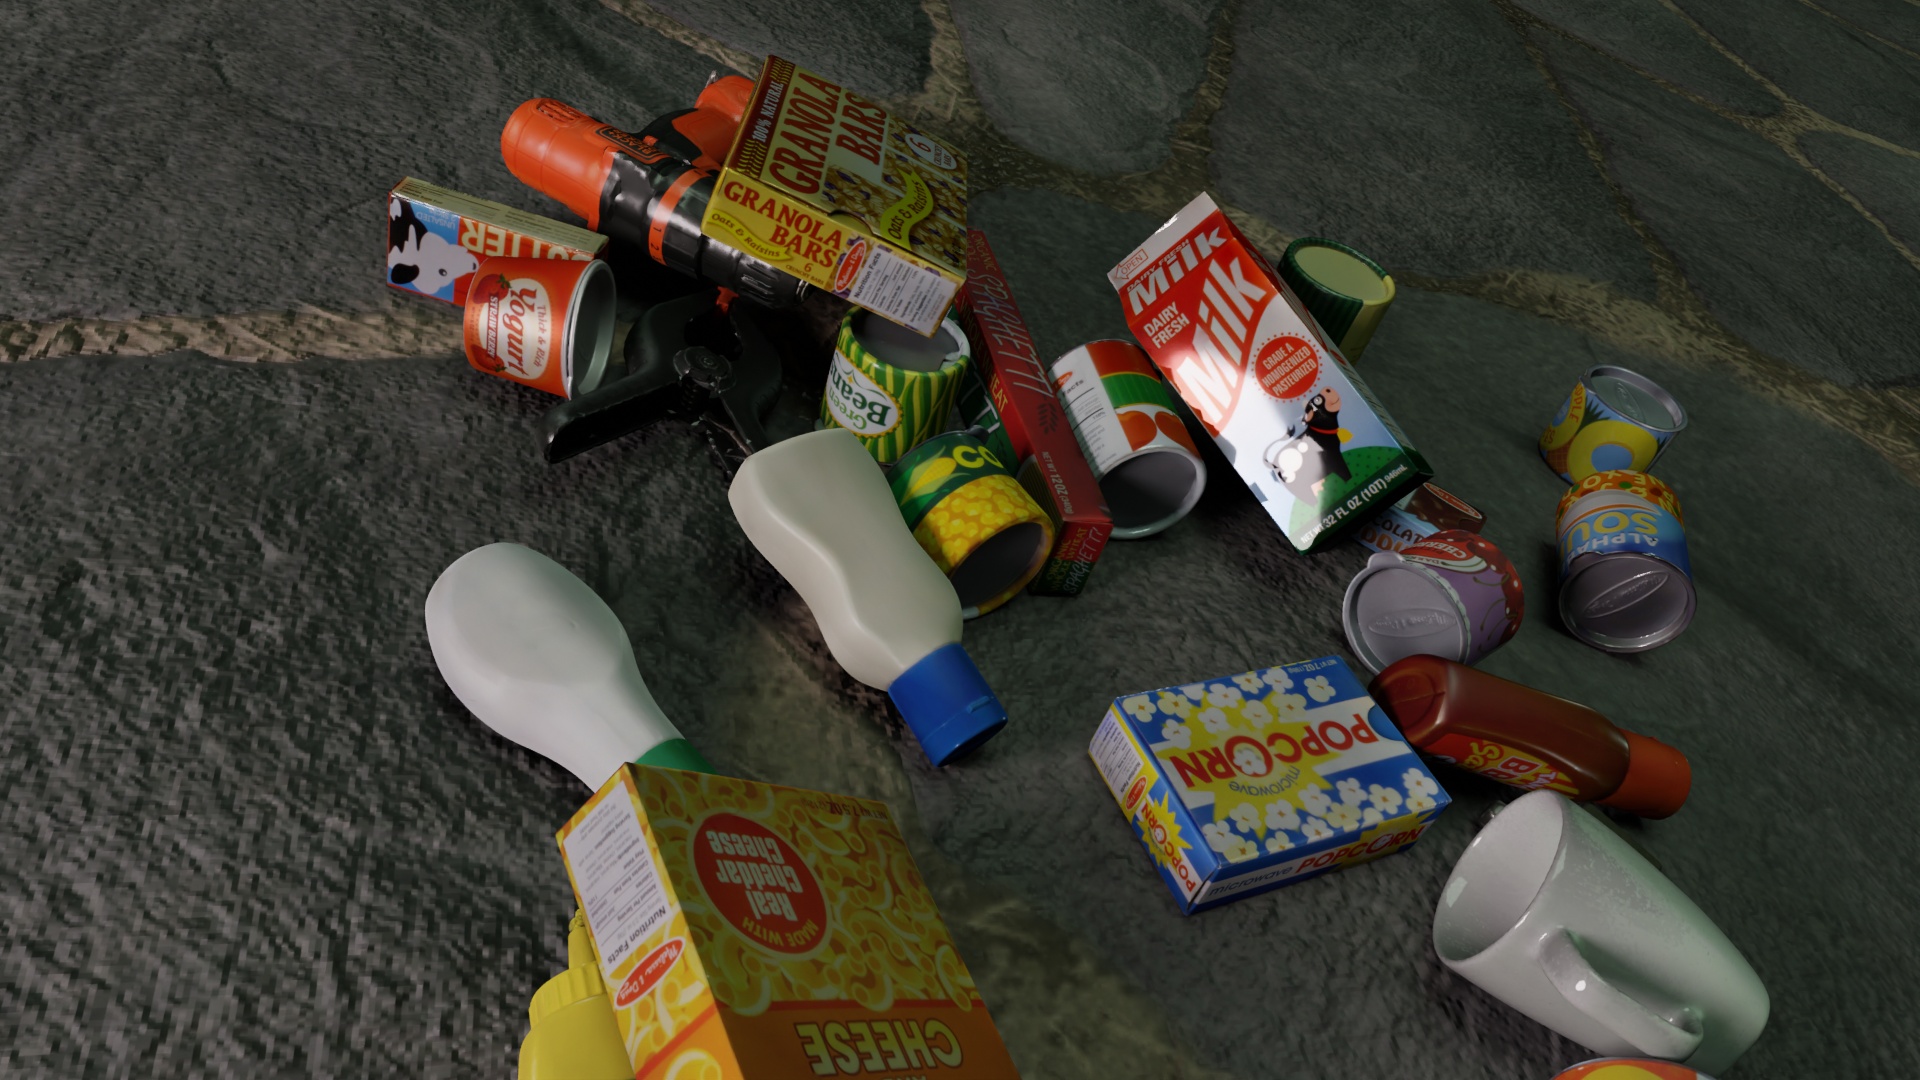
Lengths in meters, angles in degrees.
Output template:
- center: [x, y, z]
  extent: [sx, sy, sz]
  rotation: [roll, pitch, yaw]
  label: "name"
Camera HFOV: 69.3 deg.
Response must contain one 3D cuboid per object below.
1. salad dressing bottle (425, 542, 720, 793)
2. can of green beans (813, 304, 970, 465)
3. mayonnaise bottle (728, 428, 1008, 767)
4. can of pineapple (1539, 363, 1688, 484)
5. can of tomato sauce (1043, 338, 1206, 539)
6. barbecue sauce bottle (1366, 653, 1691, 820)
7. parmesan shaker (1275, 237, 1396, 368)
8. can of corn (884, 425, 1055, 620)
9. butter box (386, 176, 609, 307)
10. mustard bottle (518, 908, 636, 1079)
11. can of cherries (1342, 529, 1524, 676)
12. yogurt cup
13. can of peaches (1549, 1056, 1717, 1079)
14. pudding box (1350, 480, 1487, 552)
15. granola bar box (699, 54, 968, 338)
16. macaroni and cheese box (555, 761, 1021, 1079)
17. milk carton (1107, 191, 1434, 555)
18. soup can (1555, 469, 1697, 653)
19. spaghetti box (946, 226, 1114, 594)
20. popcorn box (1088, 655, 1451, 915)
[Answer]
- center: [-0.138, 0.062, 0.514]
  extent: [0.148, 0.043, 0.064]
  rotation: [42, 43, 21]
  label: "salad dressing bottle"
- center: [-0.034, -0.081, 0.701]
  extent: [0.071, 0.057, 0.071]
  rotation: [11, 41, -10]
  label: "can of green beans"
- center: [-0.035, 0.023, 0.577]
  extent: [0.065, 0.041, 0.148]
  rotation: [-21, 70, -38]
  label: "mayonnaise bottle"
- center: [0.405, -0.069, 0.869]
  extent: [0.071, 0.057, 0.071]
  rotation: [12, 41, -10]
  label: "can of pineapple"
- center: [0.083, -0.052, 0.711]
  extent: [0.071, 0.070, 0.083]
  rotation: [1, 45, -21]
  label: "can of tomato sauce"
- center: [0.263, 0.092, 0.634]
  extent: [0.148, 0.064, 0.044]
  rotation: [18, 69, -16]
  label: "barbecue sauce bottle"
- center: [0.197, -0.115, 0.799]
  extent: [0.071, 0.102, 0.072]
  rotation: [12, 41, -10]
  label: "parmesan shaker"
- center: [0.002, -0.008, 0.627]
  extent: [0.071, 0.070, 0.058]
  rotation: [-17, 54, -36]
  label: "can of corn"
- center: [-0.230, -0.139, 0.689]
  extent: [0.103, 0.052, 0.024]
  rotation: [16, 38, -6]
  label: "butter box"
- center: [-0.099, 0.174, 0.401]
  extent: [0.065, 0.048, 0.161]
  rotation: [-1, 45, -29]
  label: "mustard bottle"
- center: [0.231, 0.031, 0.678]
  extent: [0.058, 0.071, 0.071]
  rotation: [-21, 55, -38]
  label: "can of cherries"
- center: [-0.198, -0.103, 0.655]
  extent: [0.054, 0.072, 0.073]
  rotation: [10, 41, 0]
  label: "yogurt cup"
- center: [0.234, 0.222, 0.476]
  extent: [0.071, 0.070, 0.058]
  rotation: [21, 41, 0]
  label: "can of peaches"
- center: [0.240, -0.015, 0.763]
  extent: [0.084, 0.030, 0.050]
  rotation: [33, 41, 14]
  label: "pudding box"
- center: [-0.058, -0.182, 0.716]
  extent: [0.124, 0.039, 0.166]
  rotation: [23, 33, -16]
  label: "granola bar box"
- center: [-0.040, 0.151, 0.420]
  extent: [0.123, 0.040, 0.167]
  rotation: [22, 29, -49]
  label: "macaroni and cheese box"
- center: [0.156, -0.089, 0.725]
  extent: [0.191, 0.072, 0.073]
  rotation: [57, 21, 14]
  label: "milk carton"
- center: [0.359, 0.008, 0.757]
  extent: [0.071, 0.071, 0.084]
  rotation: [24, 40, 4]
  label: "soup can"
- center: [0.022, -0.078, 0.727]
  extent: [0.029, 0.049, 0.251]
  rotation: [2, 43, -22]
  label: "spaghetti box"
- center: [0.129, 0.099, 0.586]
  extent: [0.127, 0.038, 0.085]
  rotation: [-7, 47, -28]
  label: "popcorn box"
